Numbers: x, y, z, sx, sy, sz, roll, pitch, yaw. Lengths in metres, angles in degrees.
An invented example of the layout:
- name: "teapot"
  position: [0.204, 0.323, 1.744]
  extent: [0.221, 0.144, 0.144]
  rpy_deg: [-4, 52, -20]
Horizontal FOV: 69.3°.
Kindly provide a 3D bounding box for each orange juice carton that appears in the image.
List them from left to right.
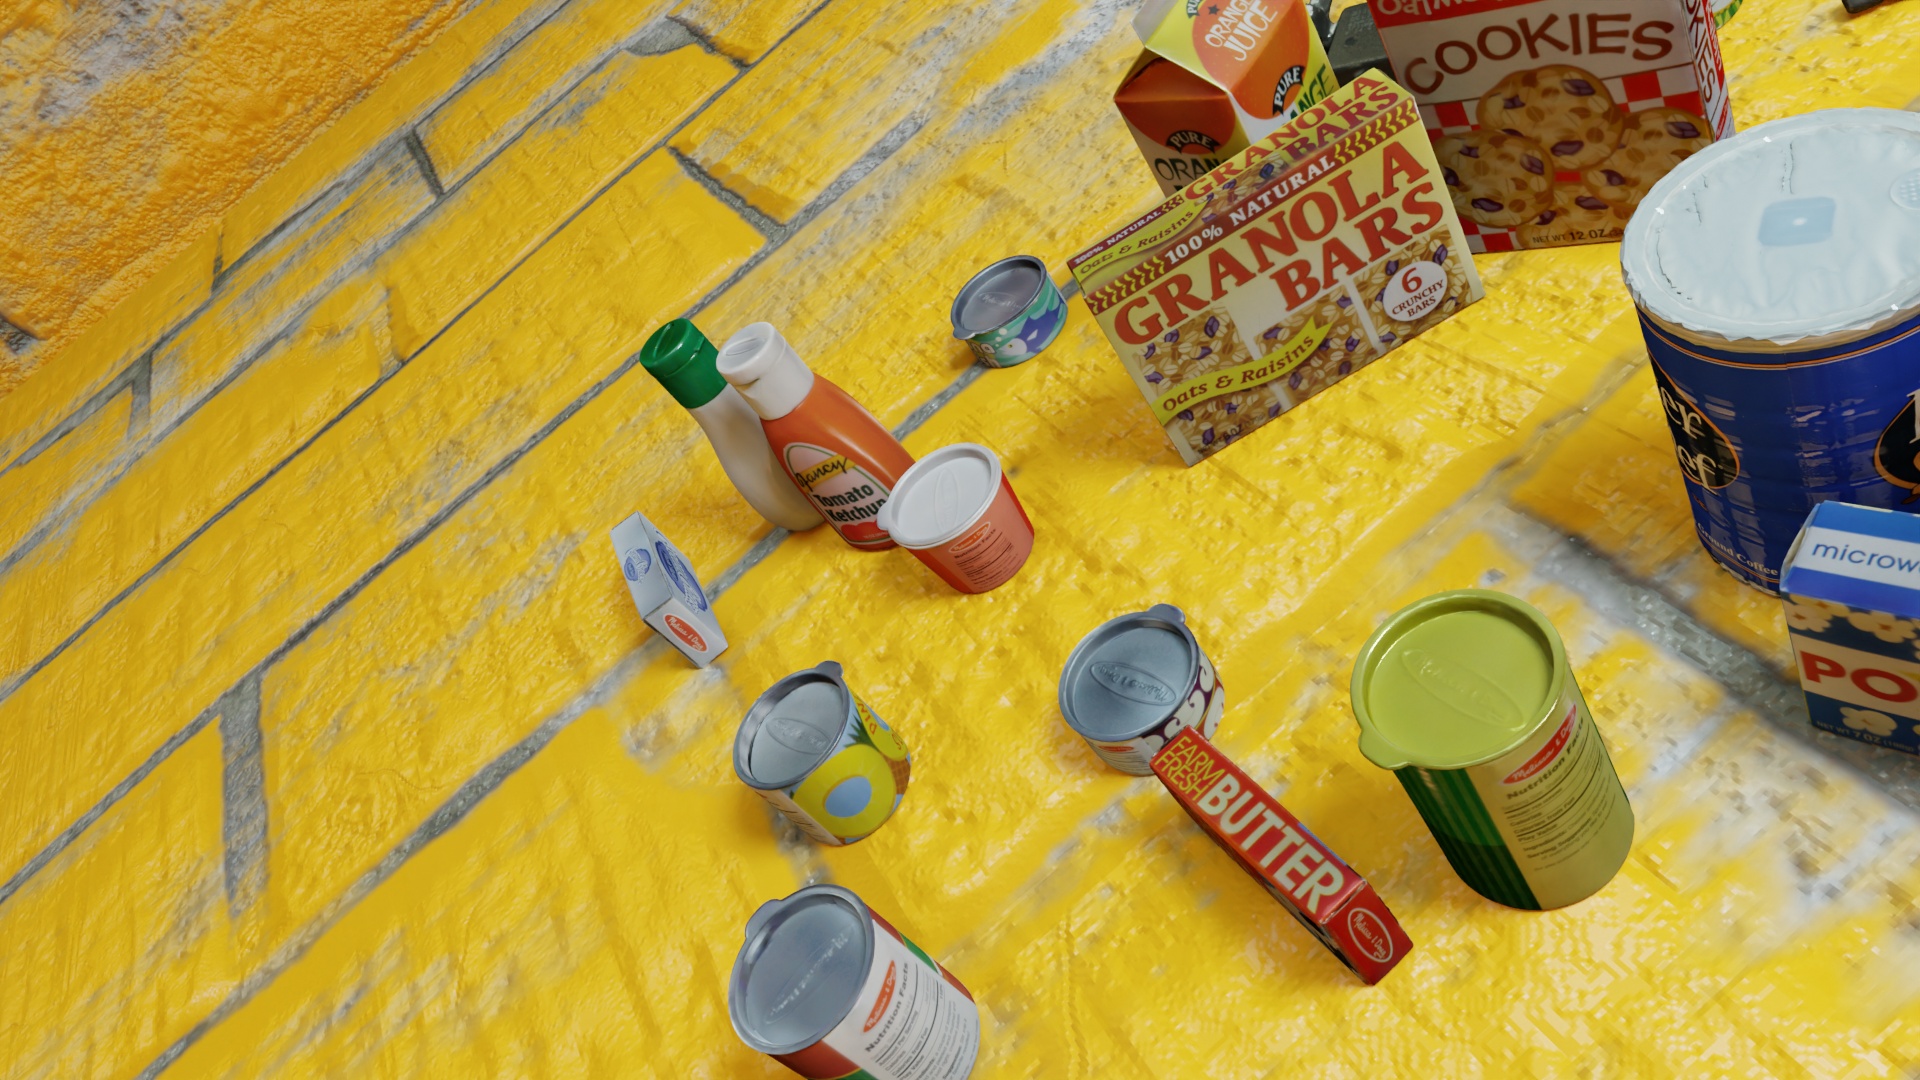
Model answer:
- name: "orange juice carton"
  position: [0.141, -0.201, 0.690]
  extent: [0.073, 0.192, 0.072]
  rpy_deg: [15, 63, 46]

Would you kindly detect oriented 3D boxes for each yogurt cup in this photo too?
- name: "yogurt cup"
  position: [0.003, -0.009, 0.723]
  extent: [0.072, 0.053, 0.073]
  rpy_deg: [-22, 42, 21]

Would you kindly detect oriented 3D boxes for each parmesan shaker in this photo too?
- name: "parmesan shaker"
  position: [0.178, 0.074, 0.466]
  extent: [0.071, 0.102, 0.072]
  rpy_deg: [-22, 42, 21]

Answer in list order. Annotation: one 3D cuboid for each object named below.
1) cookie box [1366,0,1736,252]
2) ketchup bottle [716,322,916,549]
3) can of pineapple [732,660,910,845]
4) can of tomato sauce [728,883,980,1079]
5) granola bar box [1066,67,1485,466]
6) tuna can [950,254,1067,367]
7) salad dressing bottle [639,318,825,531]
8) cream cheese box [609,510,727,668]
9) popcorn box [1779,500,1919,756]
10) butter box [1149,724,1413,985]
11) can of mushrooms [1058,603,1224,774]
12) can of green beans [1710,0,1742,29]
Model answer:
- name: "cookie box"
  position: [0.264, -0.204, 0.615]
  extent: [0.123, 0.167, 0.040]
  rpy_deg: [4, 55, 41]
- name: "ketchup bottle"
  position: [-0.073, -0.055, 0.752]
  extent: [0.064, 0.148, 0.044]
  rpy_deg: [-12, 46, 30]
- name: "can of pineapple"
  position: [-0.064, 0.103, 0.665]
  extent: [0.071, 0.057, 0.071]
  rpy_deg: [-22, 42, 21]
- name: "can of tomato sauce"
  position: [-0.041, 0.184, 0.548]
  extent: [0.071, 0.083, 0.071]
  rpy_deg: [-22, 42, 21]
- name: "granola bar box"
  position: [0.151, -0.126, 0.663]
  extent: [0.165, 0.124, 0.039]
  rpy_deg: [-31, 39, 11]
- name: "tuna can"
  position: [0.028, -0.137, 0.844]
  extent: [0.071, 0.032, 0.071]
  rpy_deg: [-21, 42, 21]
- name: "salad dressing bottle"
  position: [-0.125, -0.066, 0.804]
  extent: [0.044, 0.147, 0.064]
  rpy_deg: [-12, 46, 30]
- name: "cream cheese box"
  position: [-0.175, 0.028, 0.827]
  extent: [0.024, 0.053, 0.104]
  rpy_deg: [-39, 39, 1]
- name: "popcorn box"
  position: [0.317, 0.037, 0.406]
  extent: [0.127, 0.085, 0.038]
  rpy_deg: [16, 64, 46]
- name: "butter box"
  position: [0.116, 0.115, 0.515]
  extent: [0.024, 0.053, 0.104]
  rpy_deg: [-43, 39, -4]
- name: "can of mushrooms"
  position: [0.081, 0.065, 0.607]
  extent: [0.071, 0.033, 0.071]
  rpy_deg: [-21, 42, 21]
- name: "can of green beans"
  position: [0.362, -0.295, 0.713]
  extent: [0.071, 0.057, 0.071]
  rpy_deg: [-22, 42, 21]
